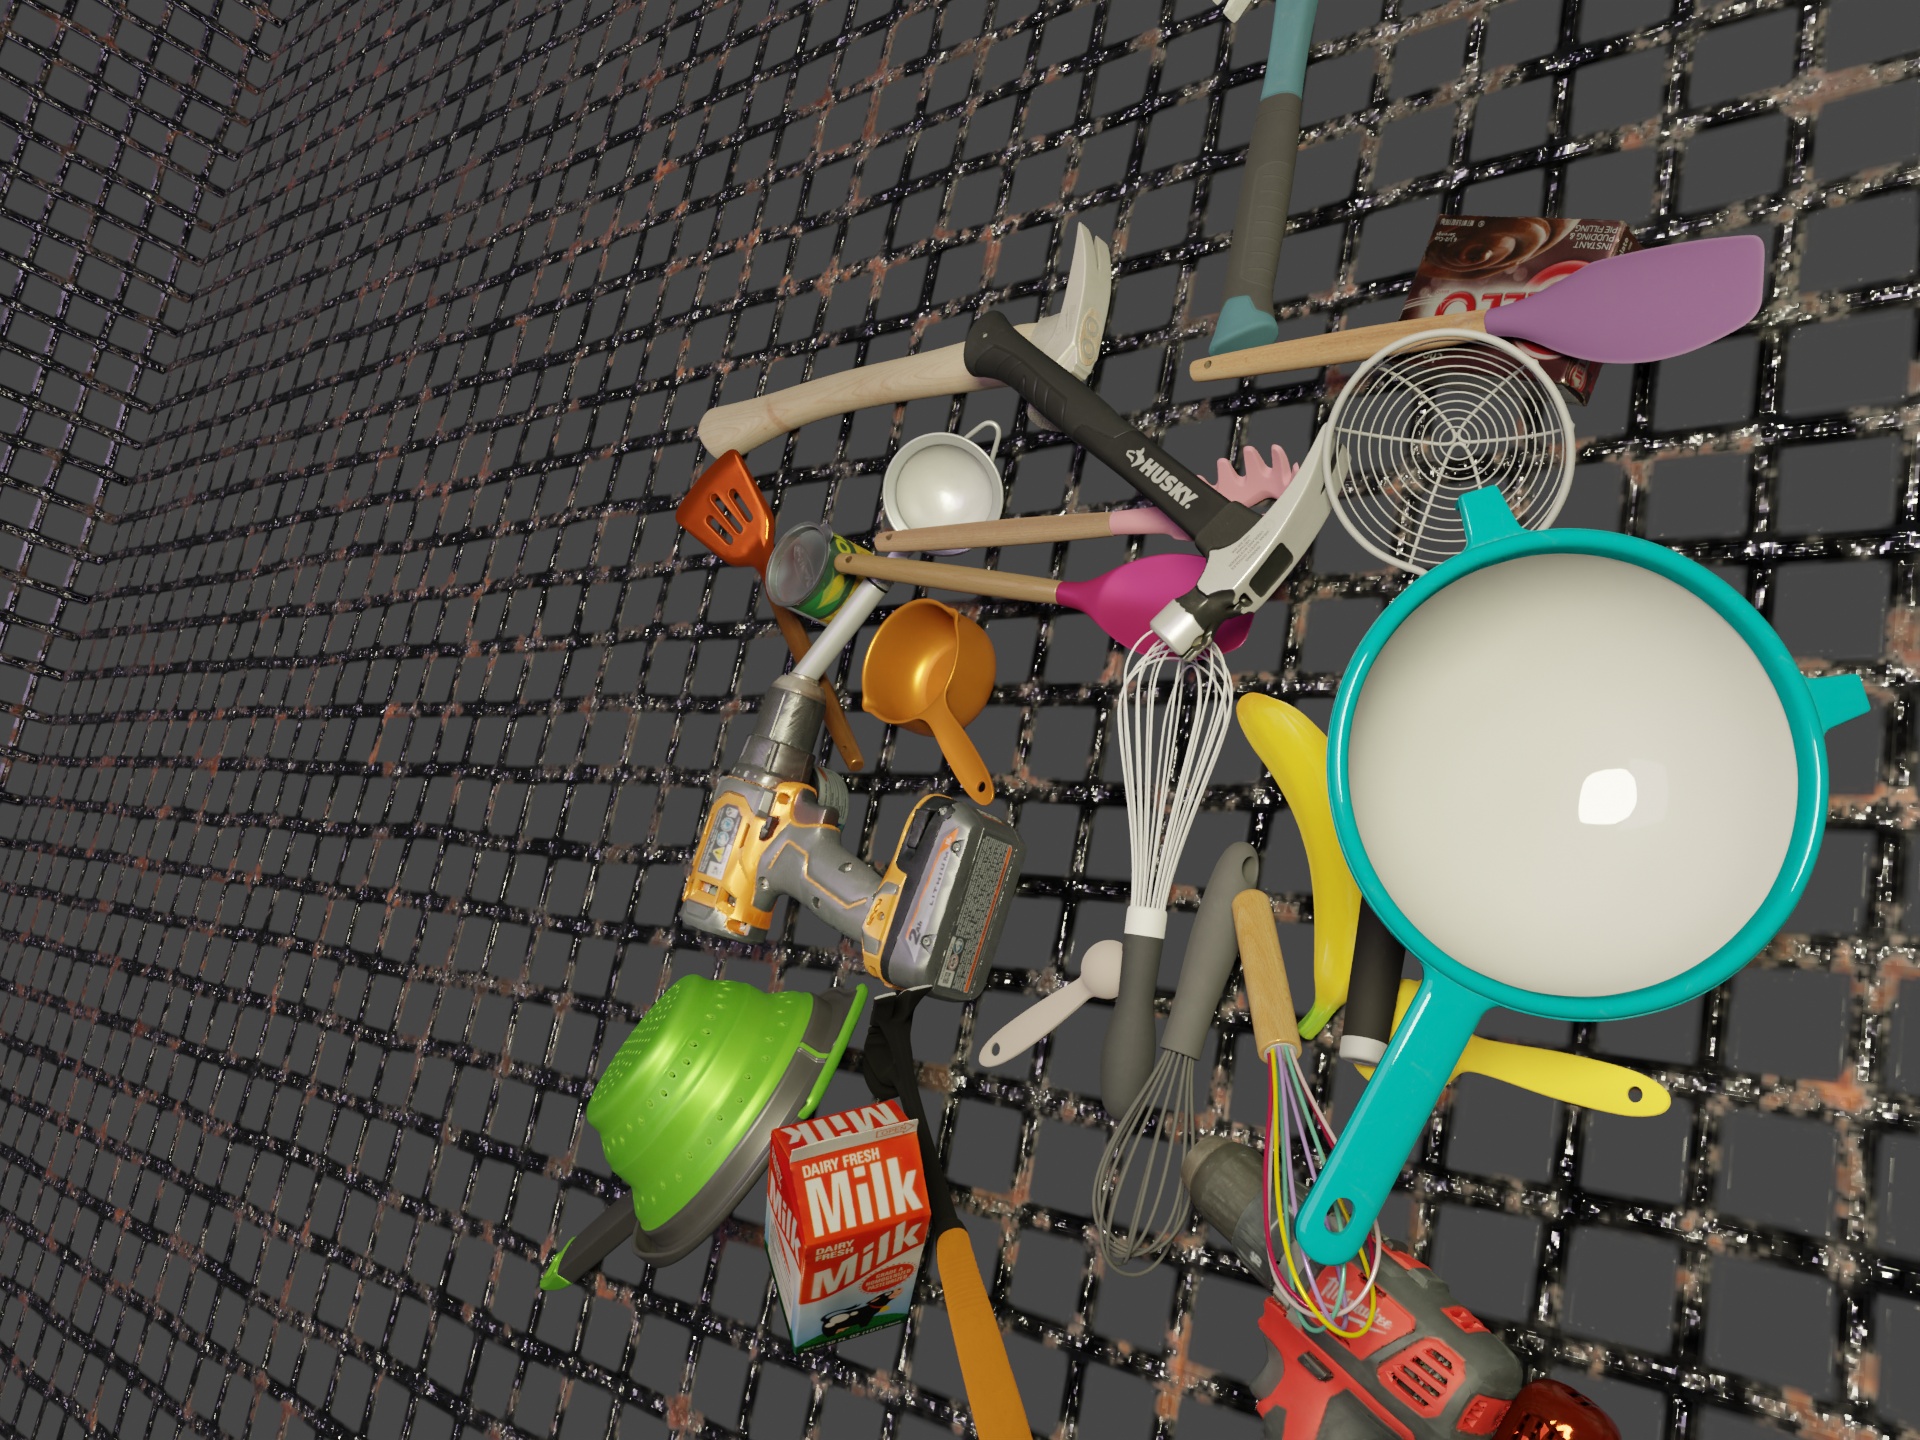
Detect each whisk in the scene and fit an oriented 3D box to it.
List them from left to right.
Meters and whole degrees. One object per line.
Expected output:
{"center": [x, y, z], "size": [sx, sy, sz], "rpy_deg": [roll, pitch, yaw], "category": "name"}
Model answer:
{"center": [0.109, 0.082, 0.902], "size": [0.070, 0.070, 0.285], "rpy_deg": [1, 79, 44], "category": "whisk"}
{"center": [0.121, 0.179, 0.856], "size": [0.055, 0.055, 0.239], "rpy_deg": [7, 73, 45], "category": "whisk"}
{"center": [0.160, 0.180, 0.766], "size": [0.245, 0.047, 0.051], "rpy_deg": [-92, 8, -47], "category": "whisk"}

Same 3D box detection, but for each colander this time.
{"center": [-0.213, 0.274, 1.045], "size": [0.397, 0.094, 0.205], "rpy_deg": [-45, 12, 36], "category": "colander"}

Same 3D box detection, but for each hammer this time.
{"center": [-0.059, -0.265, 1.216], "size": [0.411, 0.038, 0.146], "rpy_deg": [-2, 70, 43], "category": "hammer"}
{"center": [0.004, 0.315, 0.880], "size": [0.127, 0.034, 0.337], "rpy_deg": [102, 153, -56], "category": "hammer"}
{"center": [0.096, -0.177, 0.974], "size": [0.146, 0.035, 0.335], "rpy_deg": [-46, 46, 6], "category": "hammer"}
{"center": [0.204, -0.385, 1.021], "size": [0.128, 0.033, 0.331], "rpy_deg": [-1, 73, 42], "category": "hammer"}

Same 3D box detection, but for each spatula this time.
{"center": [-0.139, -0.081, 1.211], "size": [0.081, 0.041, 0.323], "rpy_deg": [-45, 49, 19], "category": "spatula"}
{"center": [0.258, -0.206, 0.850], "size": [0.316, 0.018, 0.060], "rpy_deg": [2, 80, 42], "category": "spatula"}

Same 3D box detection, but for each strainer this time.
{"center": [-0.052, -0.107, 1.127], "size": [0.087, 0.050, 0.258], "rpy_deg": [40, 101, 2], "category": "strainer"}
{"center": [0.233, 0.082, 0.714], "size": [0.211, 0.095, 0.340], "rpy_deg": [29, 86, 5], "category": "strainer"}

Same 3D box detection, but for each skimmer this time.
{"center": [0.222, -0.016, 0.789], "size": [0.127, 0.090, 0.363], "rpy_deg": [6, 71, 26], "category": "skimmer"}

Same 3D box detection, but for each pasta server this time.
{"center": [0.070, -0.127, 1.007], "size": [0.316, 0.040, 0.060], "rpy_deg": [0, 64, 35], "category": "pasta server"}

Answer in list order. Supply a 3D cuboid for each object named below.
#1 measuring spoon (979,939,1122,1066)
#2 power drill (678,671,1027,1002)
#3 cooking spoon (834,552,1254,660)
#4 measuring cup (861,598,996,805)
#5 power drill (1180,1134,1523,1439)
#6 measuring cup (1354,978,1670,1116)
{"center": [0.051, 0.170, 0.941], "size": [0.124, 0.018, 0.034], "rpy_deg": [-41, 50, 24], "category": "measuring spoon"}
{"center": [-0.071, 0.072, 1.032], "size": [0.226, 0.084, 0.185], "rpy_deg": [13, 82, 36], "category": "power drill"}
{"center": [0.044, -0.085, 1.023], "size": [0.319, 0.017, 0.069], "rpy_deg": [11, 77, 34], "category": "cooking spoon"}
{"center": [-0.002, -0.003, 1.042], "size": [0.095, 0.052, 0.174], "rpy_deg": [-45, 50, 20], "category": "measuring cup"}
{"center": [0.134, 0.330, 0.758], "size": [0.188, 0.080, 0.226], "rpy_deg": [36, 95, 45], "category": "power drill"}
{"center": [0.251, 0.159, 0.748], "size": [0.157, 0.029, 0.062], "rpy_deg": [6, 77, 47], "category": "measuring cup"}
